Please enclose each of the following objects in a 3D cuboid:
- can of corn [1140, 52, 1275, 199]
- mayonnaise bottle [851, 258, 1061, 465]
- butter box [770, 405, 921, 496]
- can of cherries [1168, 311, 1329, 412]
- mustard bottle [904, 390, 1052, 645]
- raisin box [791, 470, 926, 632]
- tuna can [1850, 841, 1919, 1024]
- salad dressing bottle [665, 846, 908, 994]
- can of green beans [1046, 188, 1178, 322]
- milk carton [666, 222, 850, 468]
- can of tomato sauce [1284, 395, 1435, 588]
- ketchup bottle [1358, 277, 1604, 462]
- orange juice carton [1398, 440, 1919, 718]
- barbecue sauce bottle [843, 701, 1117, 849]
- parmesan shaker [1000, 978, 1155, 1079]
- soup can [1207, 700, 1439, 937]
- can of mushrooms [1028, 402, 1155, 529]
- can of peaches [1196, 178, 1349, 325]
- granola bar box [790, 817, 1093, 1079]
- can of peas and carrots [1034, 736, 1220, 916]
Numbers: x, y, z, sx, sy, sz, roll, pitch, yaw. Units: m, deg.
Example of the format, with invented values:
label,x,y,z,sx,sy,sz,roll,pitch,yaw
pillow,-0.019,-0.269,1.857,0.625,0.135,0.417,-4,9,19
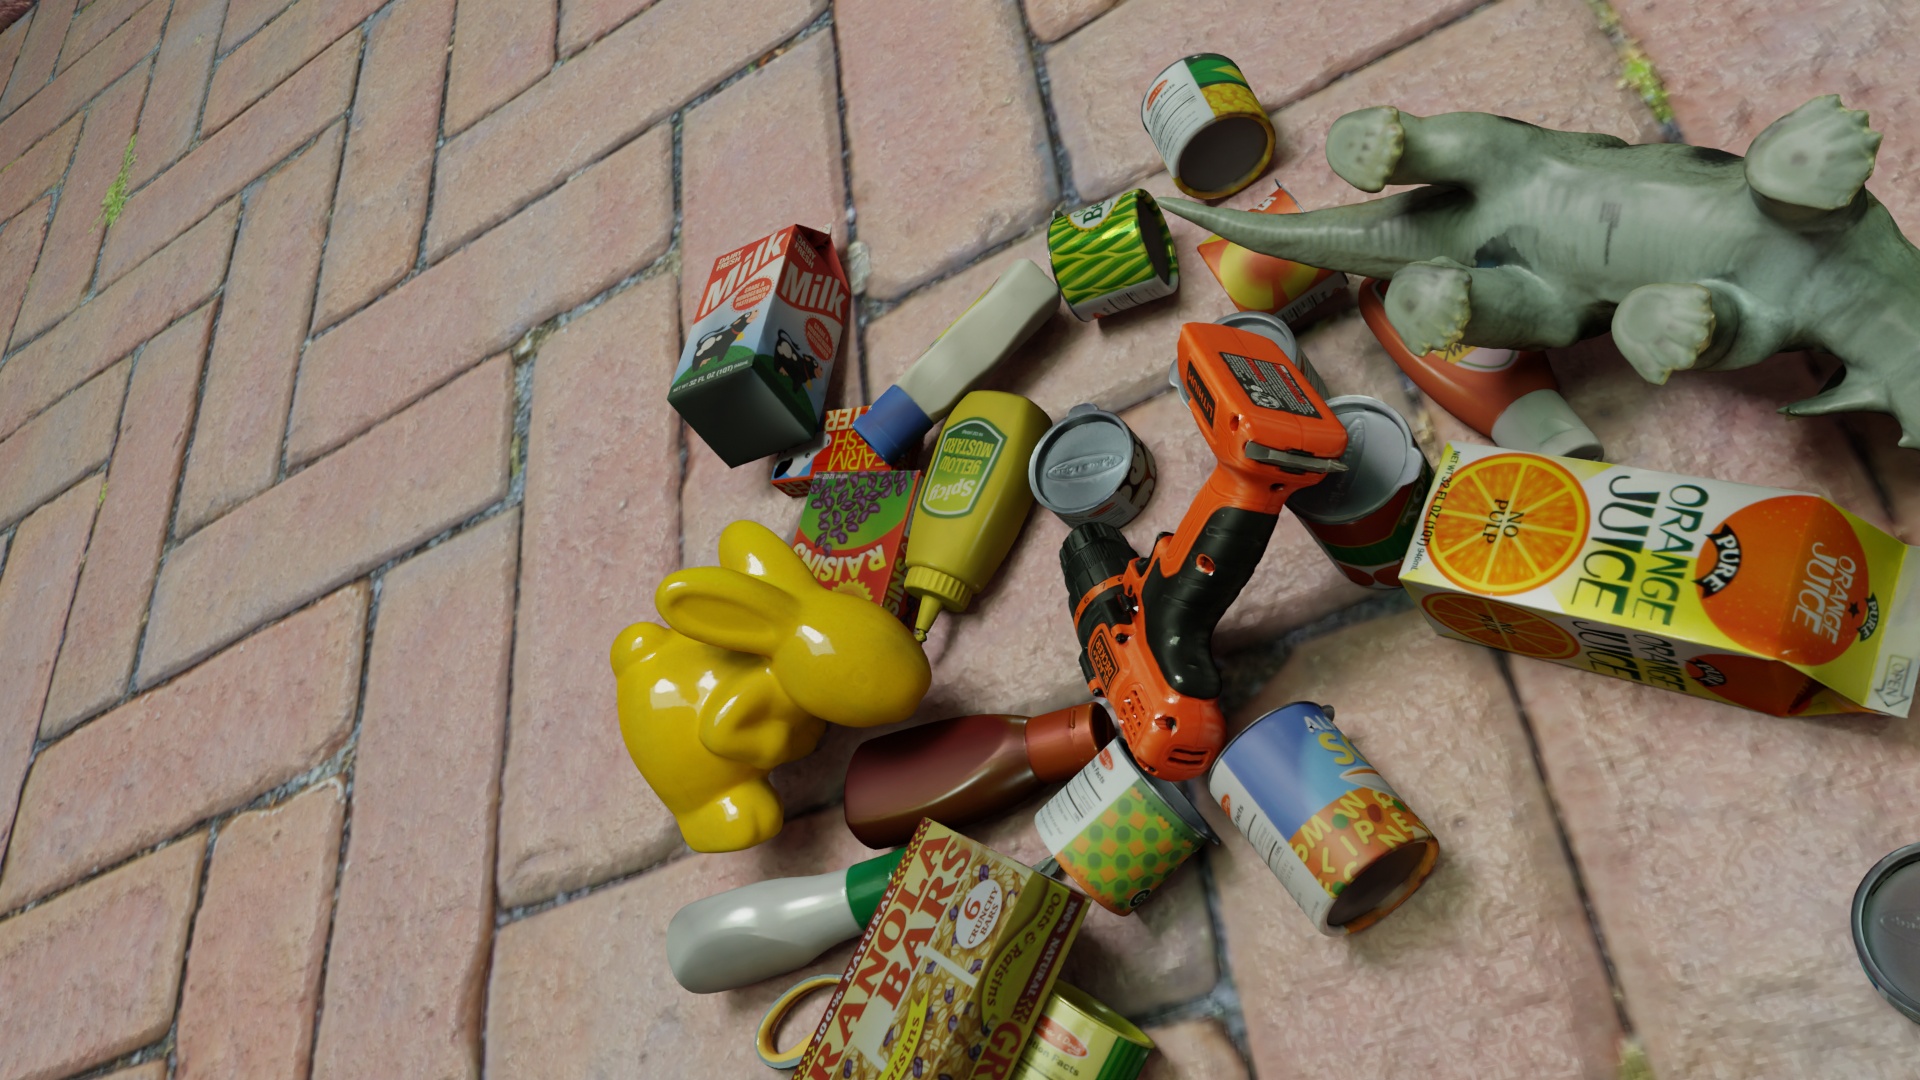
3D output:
label,x,y,z,sx,sy,sz,roll,pitch,yaw
can of corn,0.152,-0.249,0.840,0.071,0.071,0.058,-30,53,18
mayonnaise bottle,-0.003,-0.110,0.859,0.148,0.065,0.041,-44,92,-3
butter box,-0.075,-0.060,0.914,0.103,0.024,0.053,-4,63,32
can of cherries,0.156,-0.080,0.747,0.071,0.058,0.072,-15,59,27
mustard bottle,0.003,-0.010,0.818,0.065,0.048,0.160,8,70,39
raisin box,-0.064,0.019,0.854,0.086,0.040,0.124,2,67,34
tuna can,0.361,0.142,0.502,0.071,0.032,0.071,-16,58,27
salad dressing bottle,-0.086,0.205,0.756,0.147,0.064,0.044,-21,45,14
can of green beans,0.092,-0.171,0.835,0.057,0.071,0.071,-15,58,27
milk carton,-0.131,-0.148,0.956,0.072,0.073,0.191,-18,43,25
can of tomato sauce,0.198,-0.022,0.670,0.071,0.083,0.071,-16,58,27
ketchup bottle,0.260,-0.086,0.690,0.065,0.043,0.149,-27,53,5
orange juice carton,0.296,0.017,0.589,0.193,0.073,0.072,14,74,38
barbecue sauce bottle,0.010,0.121,0.743,0.148,0.043,0.065,-19,38,24
parmesan shaker,0.034,0.259,0.638,0.071,0.071,0.103,24,81,40
soup can,0.164,0.123,0.625,0.071,0.071,0.084,-43,50,7
can of mushrooms,0.076,-0.041,0.796,0.071,0.033,0.071,-16,58,27
can of peaches,0.171,-0.155,0.771,0.058,0.071,0.071,-35,51,15
granola bar box,-0.017,0.222,0.654,0.166,0.039,0.124,-62,22,-12
can of peas and carrots,0.080,0.140,0.674,0.058,0.071,0.071,-45,49,6
